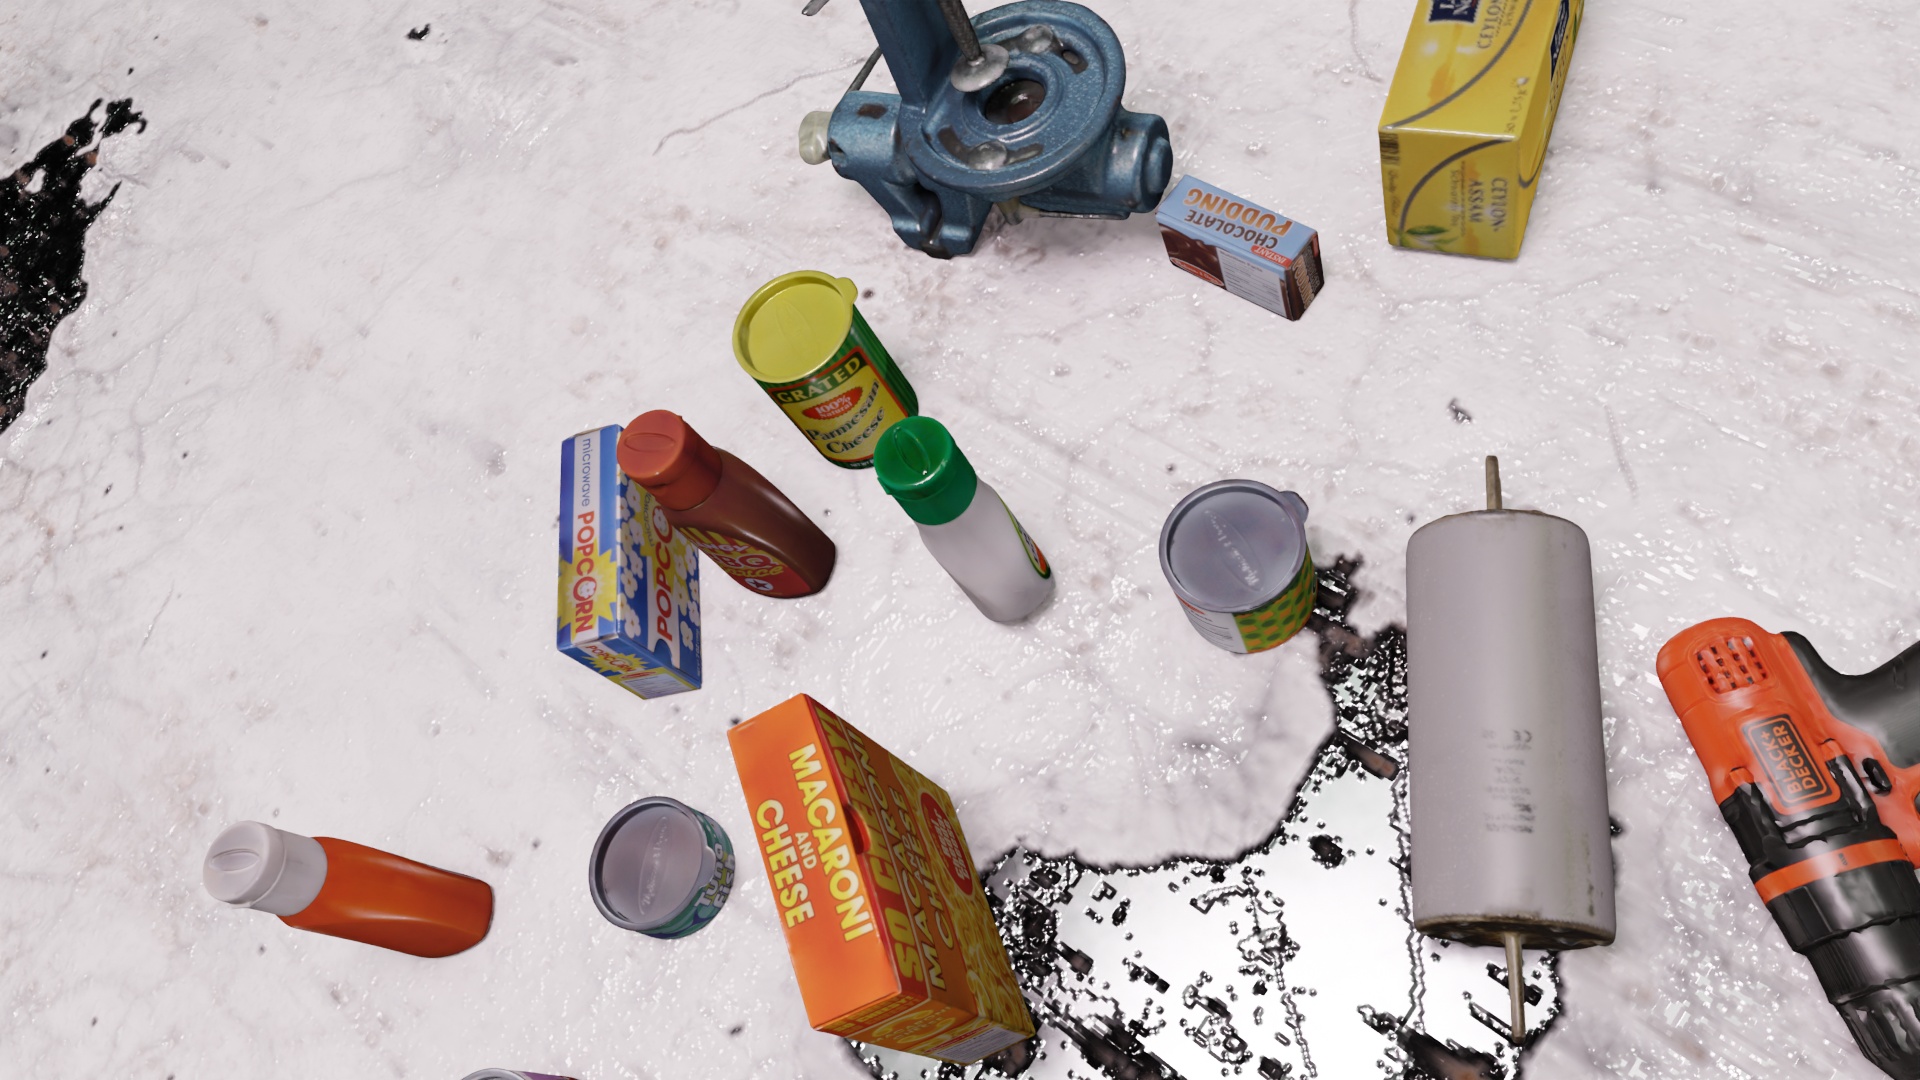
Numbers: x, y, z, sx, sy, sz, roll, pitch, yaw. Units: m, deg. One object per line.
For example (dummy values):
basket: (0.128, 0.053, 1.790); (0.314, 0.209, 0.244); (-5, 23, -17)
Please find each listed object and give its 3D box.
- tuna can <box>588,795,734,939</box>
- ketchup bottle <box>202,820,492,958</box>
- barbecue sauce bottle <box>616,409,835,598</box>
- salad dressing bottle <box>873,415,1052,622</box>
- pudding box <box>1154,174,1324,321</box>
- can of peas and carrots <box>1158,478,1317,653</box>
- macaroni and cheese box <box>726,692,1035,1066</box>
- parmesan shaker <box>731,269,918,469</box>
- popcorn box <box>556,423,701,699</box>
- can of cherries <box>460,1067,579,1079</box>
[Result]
tuna can: (-0.146, 0.164, 0.694); (0.071, 0.032, 0.071); (-8, 64, 17)
ketchup bottle: (-0.298, 0.172, 0.678); (0.064, 0.148, 0.044); (-9, 64, 17)
barbecue sauce bottle: (-0.119, -0.017, 0.702); (0.065, 0.148, 0.044); (6, 69, 23)
salad dressing bottle: (0.002, -0.008, 0.654); (0.044, 0.147, 0.064); (-34, 59, 3)
pudding box: (0.146, -0.153, 0.727); (0.084, 0.049, 0.030); (33, 80, 29)
can of peas and carrots: (0.133, 0.011, 0.648); (0.071, 0.058, 0.071); (-8, 64, 17)
macaroni and cheese box: (-0.029, 0.146, 0.581); (0.040, 0.166, 0.124); (-27, 60, 7)
parmesan shaker: (-0.067, -0.090, 0.744); (0.071, 0.103, 0.071); (-8, 64, 17)
popcorn box: (-0.177, 0.012, 0.746); (0.038, 0.085, 0.127); (-14, 62, 14)
can of cherries: (-0.202, 0.281, 0.643); (0.071, 0.058, 0.072); (-8, 64, 17)
